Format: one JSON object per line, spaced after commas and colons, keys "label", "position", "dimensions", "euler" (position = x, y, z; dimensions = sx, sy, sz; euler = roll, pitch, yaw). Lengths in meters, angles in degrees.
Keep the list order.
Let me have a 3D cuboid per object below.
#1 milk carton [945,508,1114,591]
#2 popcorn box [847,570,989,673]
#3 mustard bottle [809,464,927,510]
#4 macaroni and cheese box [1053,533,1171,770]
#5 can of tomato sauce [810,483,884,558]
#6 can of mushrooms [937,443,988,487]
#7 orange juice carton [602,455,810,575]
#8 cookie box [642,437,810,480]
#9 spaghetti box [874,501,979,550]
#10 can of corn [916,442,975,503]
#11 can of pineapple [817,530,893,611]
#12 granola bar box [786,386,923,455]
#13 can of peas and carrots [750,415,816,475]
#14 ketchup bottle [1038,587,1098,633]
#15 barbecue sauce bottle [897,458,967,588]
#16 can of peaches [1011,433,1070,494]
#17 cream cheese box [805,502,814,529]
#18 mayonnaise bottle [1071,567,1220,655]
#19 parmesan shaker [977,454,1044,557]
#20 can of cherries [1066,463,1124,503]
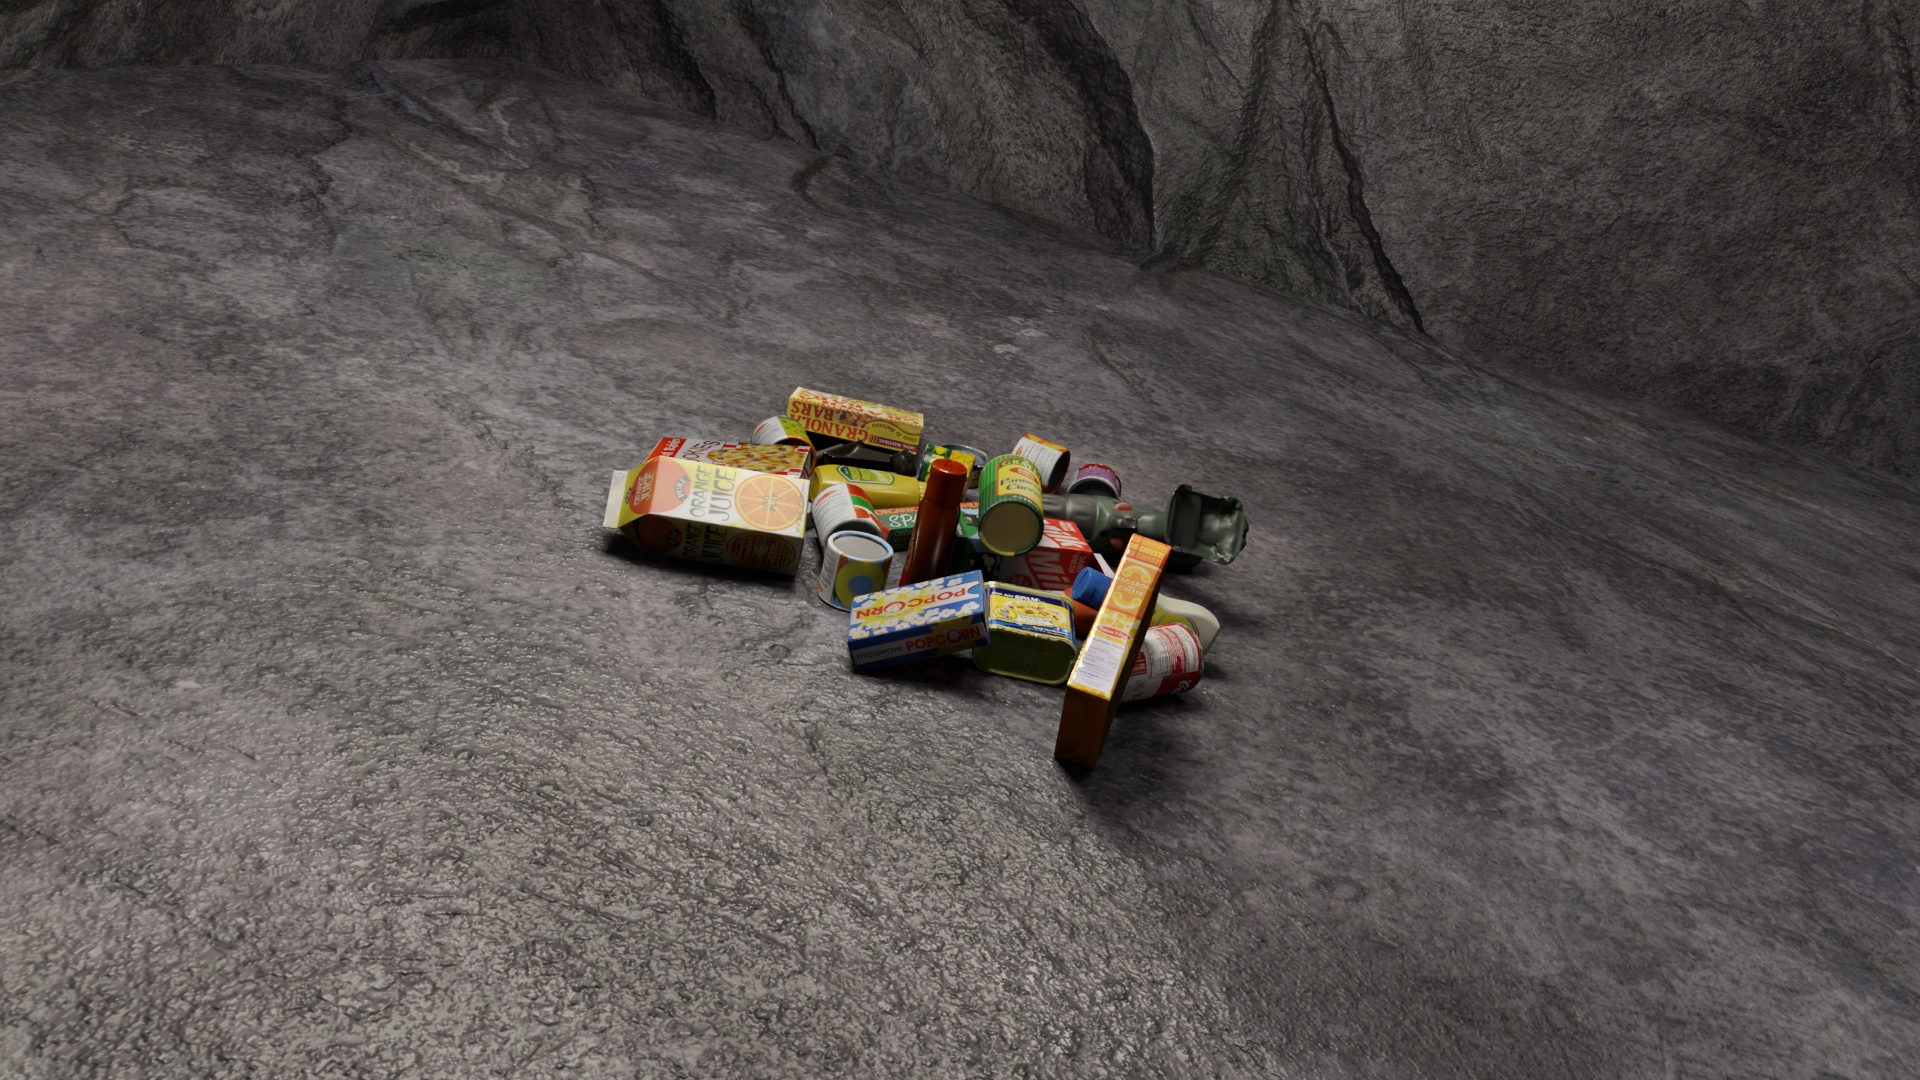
{"label": "milk carton", "position": [0.071, 0.021, 1.462], "dimensions": [0.191, 0.073, 0.072], "euler": [6, 25, -18]}
{"label": "popcorn box", "position": [-0.038, 0.073, 1.274], "dimensions": [0.127, 0.038, 0.085], "euler": [-13, 23, 5]}
{"label": "mustard bottle", "position": [-0.087, -0.051, 1.563], "dimensions": [0.160, 0.048, 0.065], "euler": [5, 24, -19]}
{"label": "macaroni and cheese box", "position": [0.130, 0.095, 1.191], "dimensions": [0.040, 0.123, 0.167], "euler": [19, 55, 11]}
{"label": "can of tomato sauce", "position": [-0.116, -0.011, 1.443], "dimensions": [0.071, 0.071, 0.083], "euler": [6, 26, -18]}
{"label": "can of mushrooms", "position": [0.001, -0.092, 1.719], "dimensions": [0.071, 0.033, 0.071], "euler": [12, 23, -5]}
{"label": "orange juice carton", "position": [-0.249, -0.026, 1.366], "dimensions": [0.193, 0.072, 0.072], "euler": [9, 54, -10]}
{"label": "cookie box", "position": [-0.251, -0.072, 1.493], "dimensions": [0.167, 0.040, 0.123], "euler": [3, 19, -2]}
{"label": "spaghetti box", "position": [0.006, -0.020, 1.570], "dimensions": [0.251, 0.028, 0.050], "euler": [-6, 30, -37]}
{"label": "can of corn", "position": [-0.019, -0.075, 1.630], "dimensions": [0.058, 0.071, 0.071], "euler": [15, 24, 2]}
{"label": "can of pineapple", "position": [-0.102, 0.030, 1.367], "dimensions": [0.071, 0.057, 0.071], "euler": [12, 24, -5]}
{"label": "granola bar box", "position": [-0.131, -0.150, 1.741], "dimensions": [0.166, 0.039, 0.124], "euler": [12, 12, -4]}
{"label": "can of peas and carrots", "position": [-0.201, -0.101, 1.591], "dimensions": [0.071, 0.070, 0.059], "euler": [3, 26, -23]}
{"label": "ketchup bottle", "position": [0.137, 0.071, 1.424], "dimensions": [0.149, 0.043, 0.065], "euler": [4, 26, -21]}
{"label": "barbecue sauce bottle", "position": [-0.026, -0.008, 1.379], "dimensions": [0.044, 0.147, 0.065], "euler": [14, 24, -1]}
{"label": "can of peaches", "position": [0.098, -0.093, 1.737], "dimensions": [0.058, 0.071, 0.071], "euler": [23, 25, 20]}
{"label": "cream cheese box", "position": [-0.201, -0.024, 1.472], "dimensions": [0.053, 0.024, 0.104], "euler": [26, 27, 24]}
{"label": "mayonnaise bottle", "position": [0.181, 0.073, 1.380], "dimensions": [0.148, 0.064, 0.041], "euler": [26, 18, -15]}
{"label": "parmesan shaker", "position": [0.053, -0.034, 1.402], "dimensions": [0.071, 0.071, 0.103], "euler": [12, 28, -5]}
{"label": "can of cherries", "position": [0.164, -0.053, 1.684], "dimensions": [0.071, 0.071, 0.058], "euler": [15, 22, 3]}
